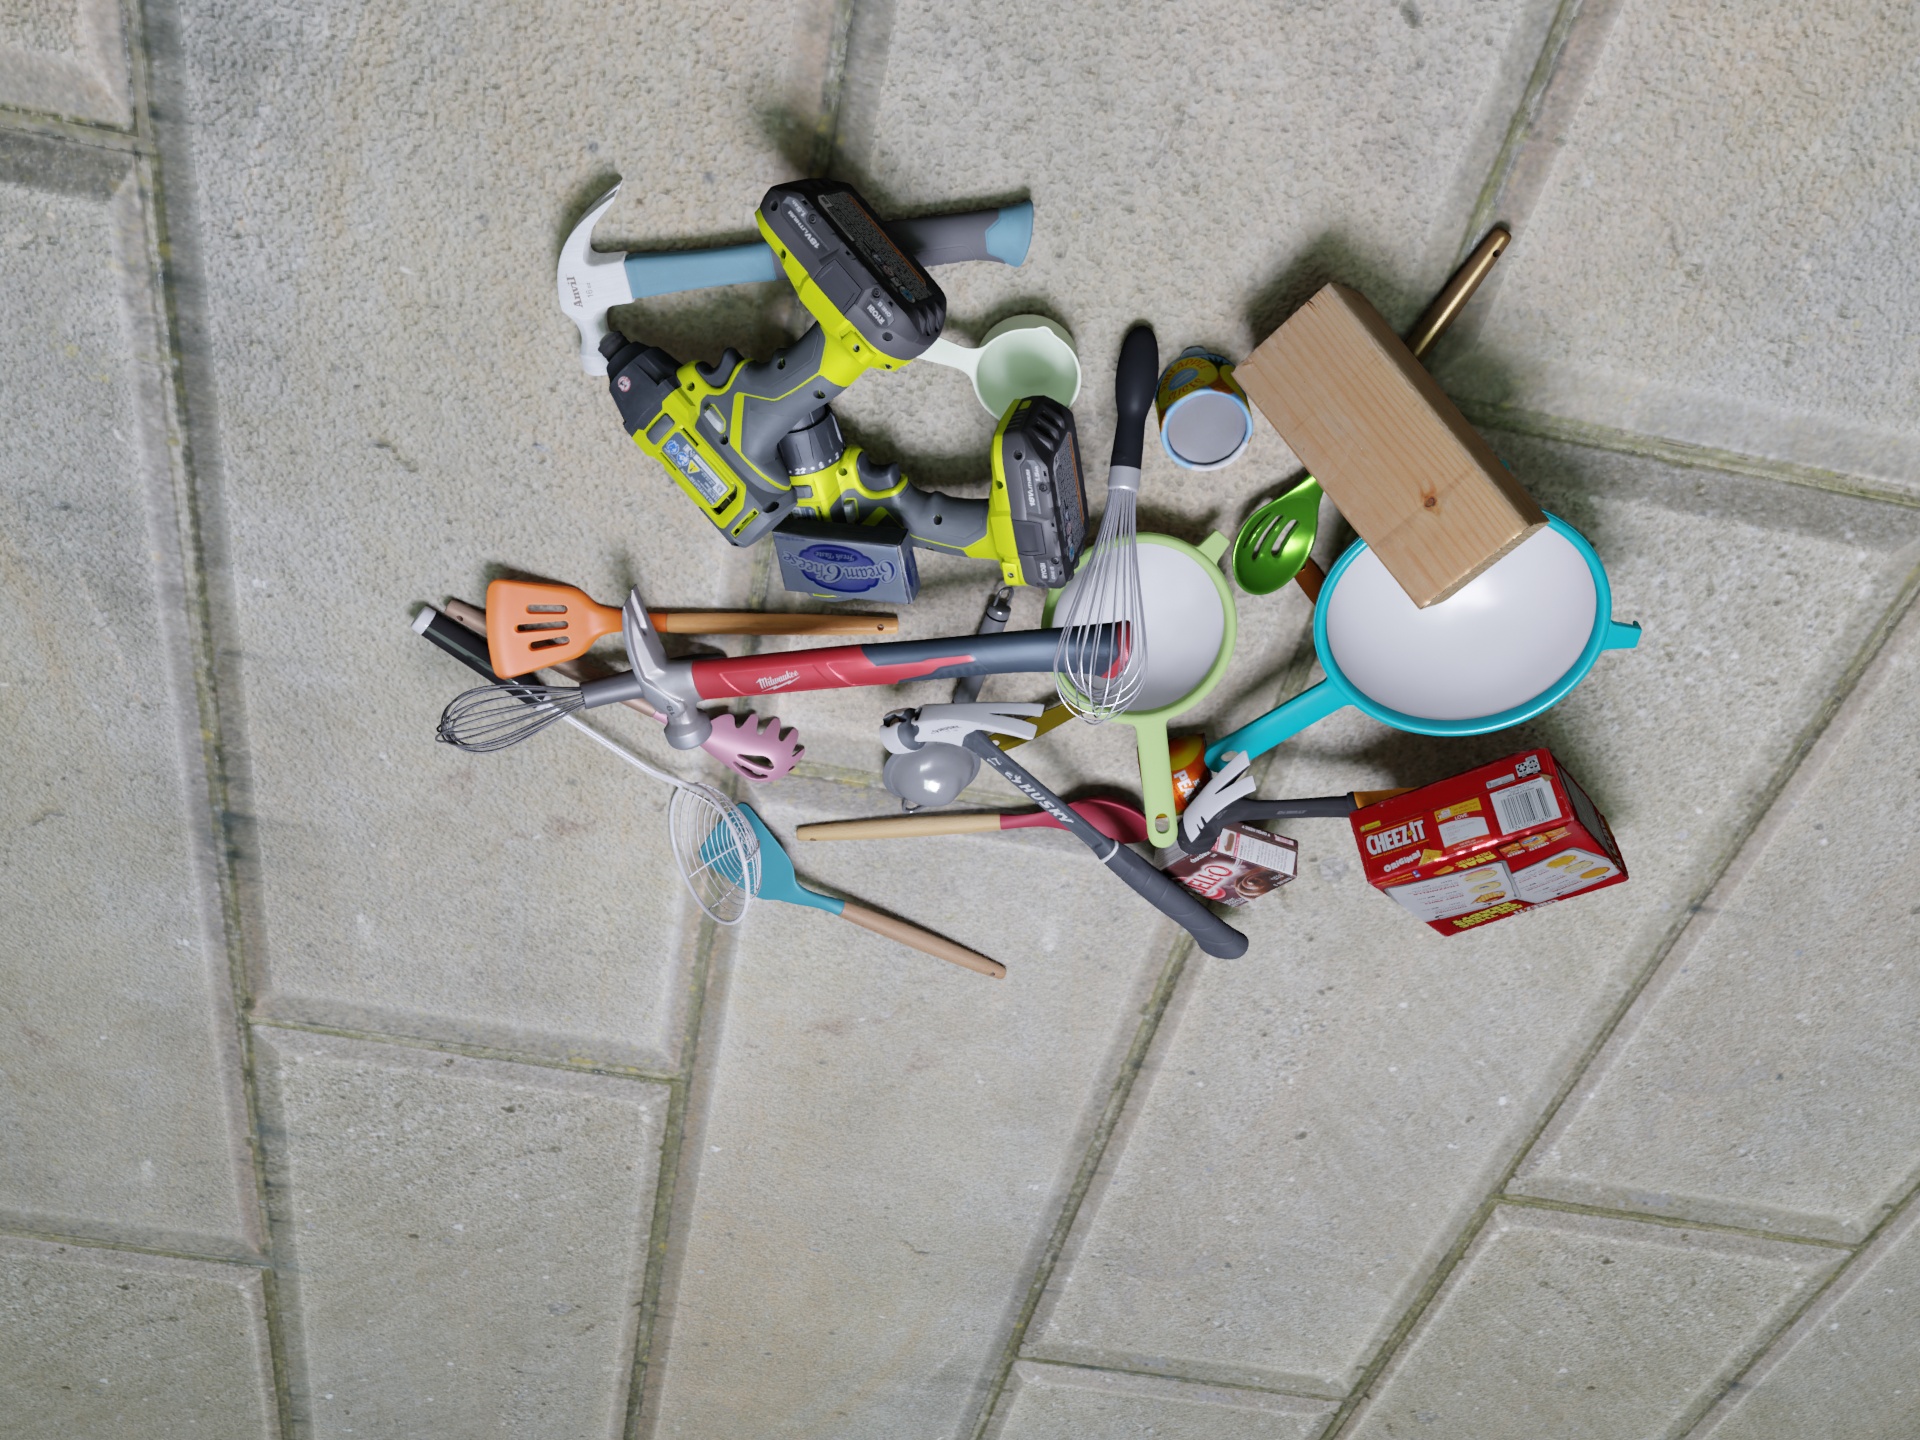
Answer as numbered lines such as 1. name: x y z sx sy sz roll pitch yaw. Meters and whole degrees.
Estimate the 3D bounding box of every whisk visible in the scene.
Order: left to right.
1. whisk: -0.301 -0.018 1.277 0.239 0.055 0.055 -14 130 -16
2. whisk: 0.112 -0.137 1.118 0.070 0.070 0.284 8 89 -5

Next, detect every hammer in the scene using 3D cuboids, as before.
1. hammer: -0.113 -0.315 1.086 0.331 0.033 0.128 -5 129 5
2. hammer: -0.064 -0.055 1.202 0.386 0.038 0.143 -5 128 14
3. hammer: 0.118 0.099 1.335 0.149 0.036 0.408 -10 141 46
4. hammer: 0.352 0.066 1.315 0.336 0.034 0.127 -1 151 -18

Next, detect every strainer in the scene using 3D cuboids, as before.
1. strainer: -0.002 -0.004 1.324 0.086 0.050 0.258 5 126 -23
2. strainer: 0.143 -0.028 1.253 0.151 0.069 0.256 -9 108 0
3. strainer: 0.329 -0.067 1.238 0.340 0.095 0.210 -34 115 32

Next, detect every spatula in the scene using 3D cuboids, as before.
1. spatula: -0.211 -0.075 1.270 0.322 0.041 0.081 0 106 -1
2. spatula: -0.088 0.174 1.476 0.317 0.044 0.082 26 123 -24

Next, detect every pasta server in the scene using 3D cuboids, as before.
1. pasta server: -0.276 -0.026 1.322 0.316 0.040 0.060 28 124 -14

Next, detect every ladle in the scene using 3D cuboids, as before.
1. ladle: 0.010 0.093 1.406 0.315 0.031 0.069 -4 144 7

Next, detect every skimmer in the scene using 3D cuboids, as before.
1. skimmer: -0.313 0.041 1.333 0.363 0.090 0.127 37 151 -22

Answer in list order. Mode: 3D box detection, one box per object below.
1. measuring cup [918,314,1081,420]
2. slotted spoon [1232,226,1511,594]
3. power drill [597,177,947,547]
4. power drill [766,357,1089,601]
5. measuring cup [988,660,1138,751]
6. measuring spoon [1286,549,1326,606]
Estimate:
1. measuring cup: 0.005 -0.263 1.123 0.167 0.038 0.083 16 129 -7
2. slotted spoon: 0.294 -0.219 1.155 0.070 0.031 0.313 14 126 -30
3. power drill: -0.133 -0.245 1.058 0.223 0.080 0.171 -39 94 30
4. power drill: -0.033 -0.174 1.143 0.228 0.080 0.190 4 131 20
5. measuring cup: 0.082 -0.013 1.323 0.156 0.029 0.062 -26 123 23
6. measuring spoon: 0.292 -0.092 1.264 0.021 0.011 0.116 -30 121 22
